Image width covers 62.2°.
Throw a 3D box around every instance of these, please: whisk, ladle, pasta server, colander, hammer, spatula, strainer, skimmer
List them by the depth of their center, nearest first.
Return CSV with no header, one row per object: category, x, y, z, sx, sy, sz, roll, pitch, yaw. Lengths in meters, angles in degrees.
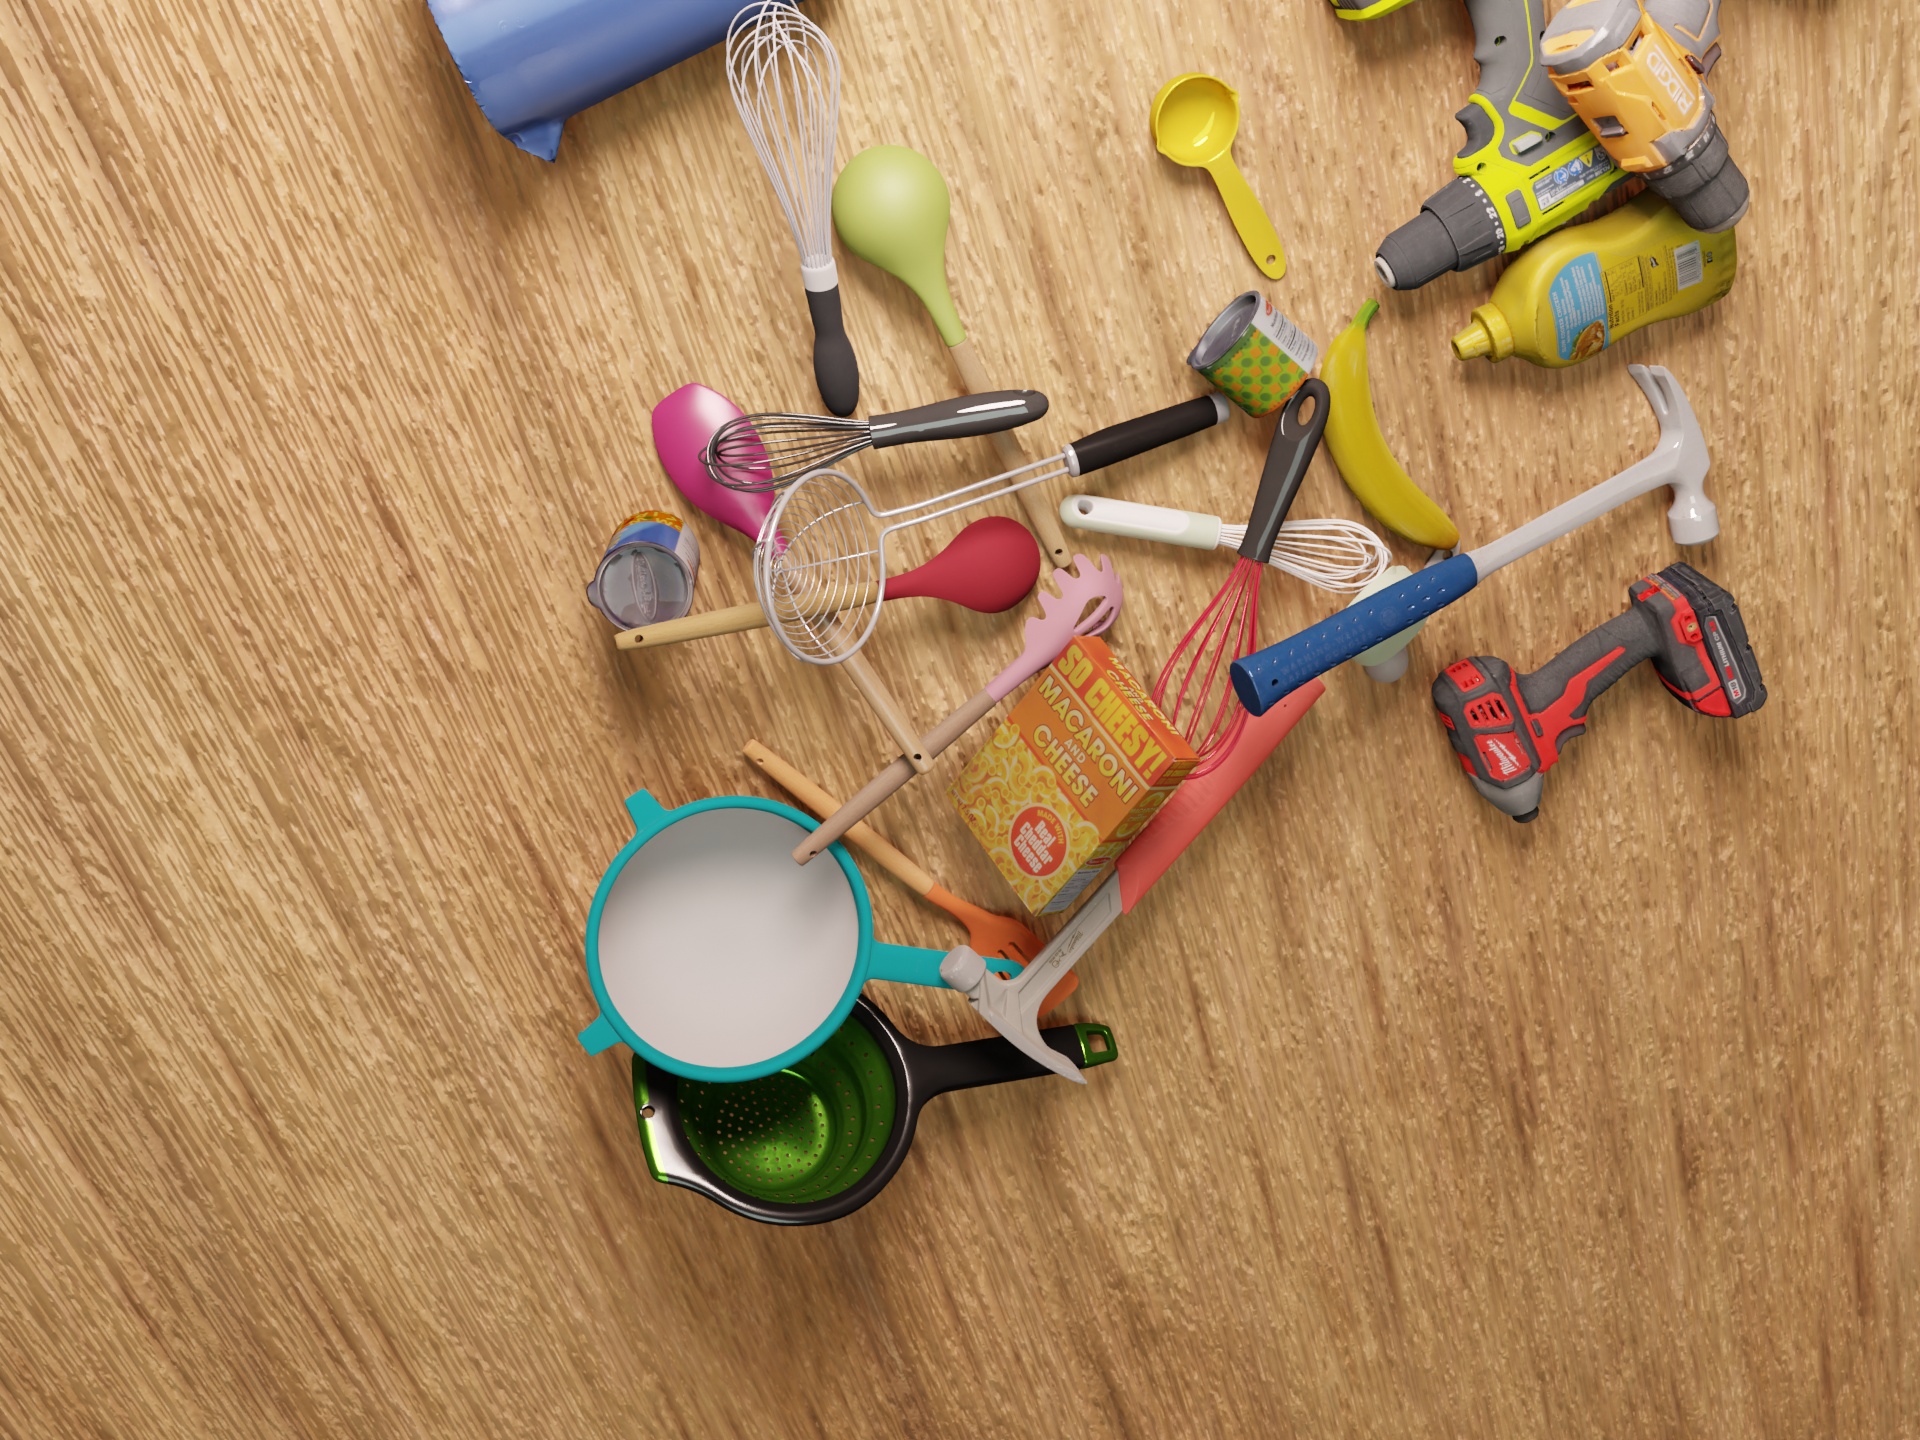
whisk,-0.094,-0.313,1.008,0.070,0.070,0.284,-10,135,-2
skimmer,0.031,-0.146,1.064,0.363,0.090,0.127,-21,118,-12
whisk,-0.058,-0.194,1.069,0.239,0.055,0.055,-10,113,1
ladle,0.007,-0.242,1.096,0.078,0.062,0.319,-27,120,4
ladle,-0.083,-0.086,1.100,0.315,0.031,0.069,-13,100,-19
whisk,0.199,-0.096,1.116,0.073,0.073,0.295,15,103,-12
hammer,0.366,-0.116,1.123,0.405,0.035,0.144,-27,112,-13
whisk,0.193,-0.134,1.152,0.246,0.059,0.058,9,73,-5
pasta server,-0.002,-0.004,1.159,0.316,0.040,0.060,-40,126,2
hammer,0.153,0.106,1.211,0.149,0.037,0.359,42,91,-18
strainer,-0.119,0.169,1.220,0.340,0.095,0.211,11,89,-19
spatula,-0.044,0.122,1.237,0.322,0.041,0.081,40,120,-18
colander,-0.066,0.300,1.280,0.397,0.205,0.094,-4,149,-21

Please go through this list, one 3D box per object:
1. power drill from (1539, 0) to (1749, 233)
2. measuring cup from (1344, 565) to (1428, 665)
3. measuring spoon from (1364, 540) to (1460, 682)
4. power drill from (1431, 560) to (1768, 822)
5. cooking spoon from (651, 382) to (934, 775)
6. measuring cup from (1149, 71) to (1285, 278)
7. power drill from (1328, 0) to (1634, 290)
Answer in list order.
power drill,0.475,-0.438,0.994,0.185,0.084,0.226,35,84,-29
measuring cup,0.279,-0.055,1.145,0.167,0.038,0.083,-29,155,-33
measuring spoon,0.346,-0.082,1.203,0.034,0.018,0.124,21,108,-14
power drill,0.484,-0.016,1.217,0.219,0.079,0.143,-27,113,9
cooking spoon,-0.111,-0.094,1.115,0.069,0.017,0.319,-33,98,6
measuring cup,0.178,-0.364,1.070,0.062,0.029,0.156,-34,124,9
power drill,0.328,-0.411,1.033,0.190,0.080,0.228,-30,115,6
